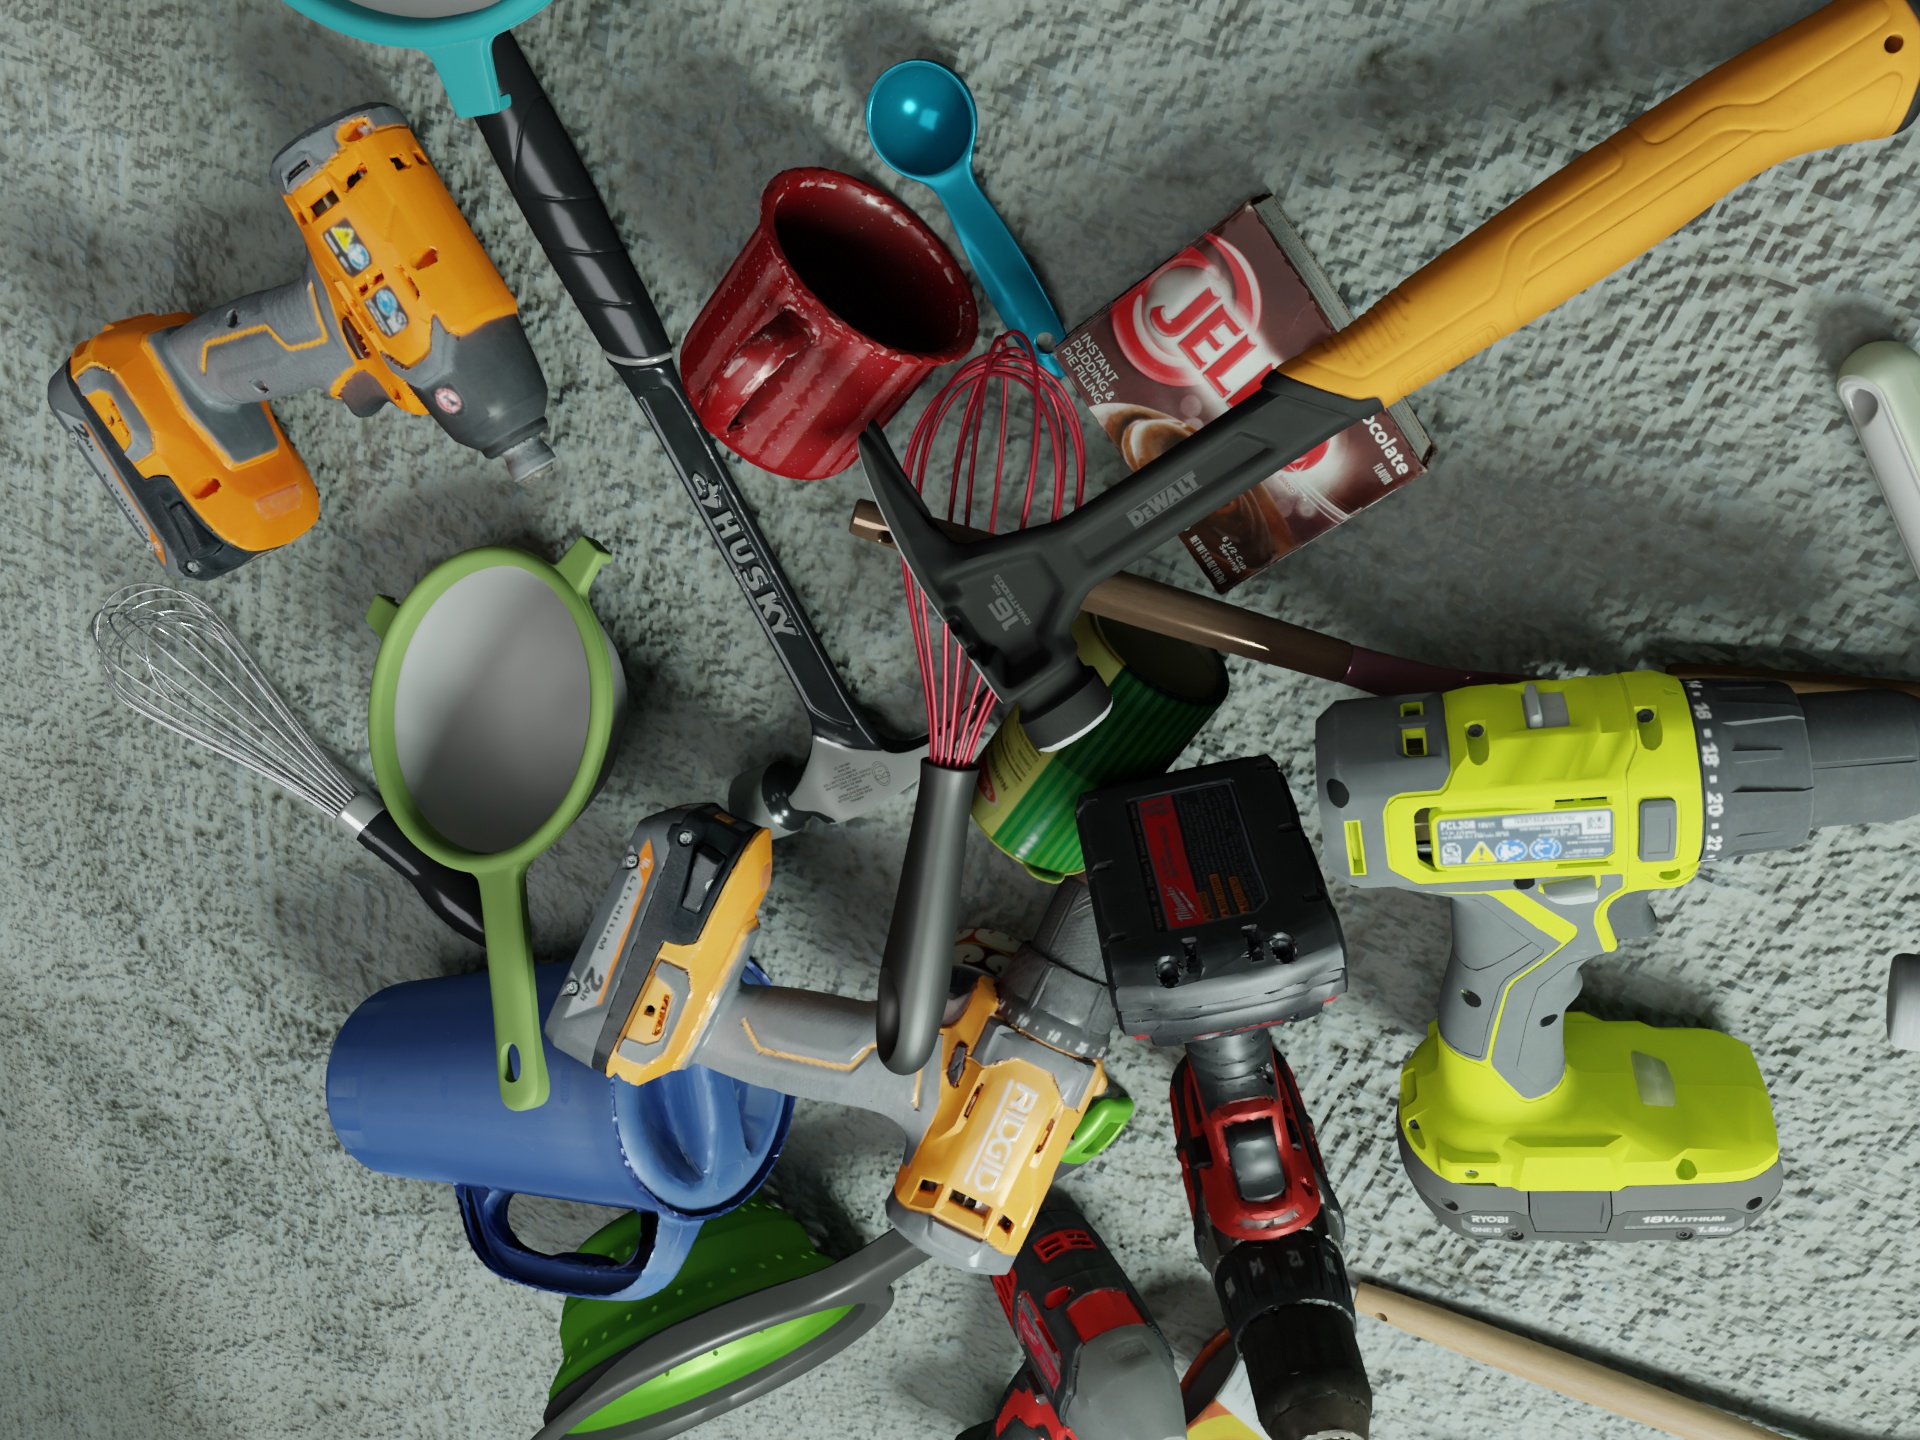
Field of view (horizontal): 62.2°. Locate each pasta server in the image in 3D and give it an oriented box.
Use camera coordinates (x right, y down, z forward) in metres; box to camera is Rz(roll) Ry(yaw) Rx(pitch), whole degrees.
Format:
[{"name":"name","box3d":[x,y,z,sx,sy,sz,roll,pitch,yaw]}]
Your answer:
[{"name":"pasta server","box3d":[0.112,-0.024,0.568,0.316,0.040,0.060,16,131,-5]}]

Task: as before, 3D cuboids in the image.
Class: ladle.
[{"name":"ladle","box3d":[0.326,0.317,0.687,0.320,0.062,0.078,15,130,21]}]

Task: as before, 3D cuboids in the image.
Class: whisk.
[{"name":"whisk","box3d":[0.330,-0.004,0.496,0.059,0.058,0.246,-23,90,-4]},{"name":"whisk","box3d":[-0.351,0.031,0.862,0.284,0.070,0.070,41,126,-5]},{"name":"whisk","box3d":[-0.001,-0.002,0.619,0.073,0.073,0.296,12,100,19]}]

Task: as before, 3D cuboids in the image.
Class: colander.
[{"name":"colander","box3d":[-0.085,0.267,0.832,0.397,0.204,0.095,-37,62,20]}]

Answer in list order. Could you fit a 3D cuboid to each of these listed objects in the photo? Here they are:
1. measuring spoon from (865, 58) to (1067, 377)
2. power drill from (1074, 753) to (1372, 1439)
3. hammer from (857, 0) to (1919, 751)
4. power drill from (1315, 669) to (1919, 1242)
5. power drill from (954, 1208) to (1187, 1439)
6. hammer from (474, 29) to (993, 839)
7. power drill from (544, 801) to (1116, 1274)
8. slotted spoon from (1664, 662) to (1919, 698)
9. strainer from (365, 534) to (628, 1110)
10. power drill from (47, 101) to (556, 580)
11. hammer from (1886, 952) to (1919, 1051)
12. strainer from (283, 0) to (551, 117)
[{"name":"measuring spoon","box3d":[0.010,-0.187,0.596,0.042,0.021,0.128,-20,115,30]},{"name":"power drill","box3d":[0.108,0.148,0.601,0.080,0.188,0.226,-12,124,5]},{"name":"hammer","box3d":[0.130,-0.123,0.496,0.337,0.034,0.127,-31,104,16]},{"name":"power drill","box3d":[0.233,0.082,0.561,0.190,0.080,0.228,-5,125,16]},{"name":"power drill","box3d":[0.054,0.369,0.798,0.143,0.078,0.219,52,140,48]},{"name":"hammer","box3d":[-0.123,-0.139,0.671,0.149,0.036,0.408,-19,106,31]},{"name":"power drill","box3d":[-0.040,0.110,0.690,0.226,0.084,0.185,25,92,2]},{"name":"slotted spoon","box3d":[0.394,0.005,0.505,0.314,0.031,0.070,8,119,24]},{"name":"strainer","box3d":[-0.197,0.048,0.744,0.151,0.069,0.256,-11,82,29]},{"name":"power drill","box3d":[-0.290,-0.148,0.720,0.226,0.084,0.164,-23,105,29]},{"name":"hammer","box3d":[0.334,-0.050,0.417,0.128,0.033,0.330,5,111,26]},{"name":"strainer","box3d":[-0.145,-0.389,0.513,0.211,0.095,0.340,40,123,-3]}]
